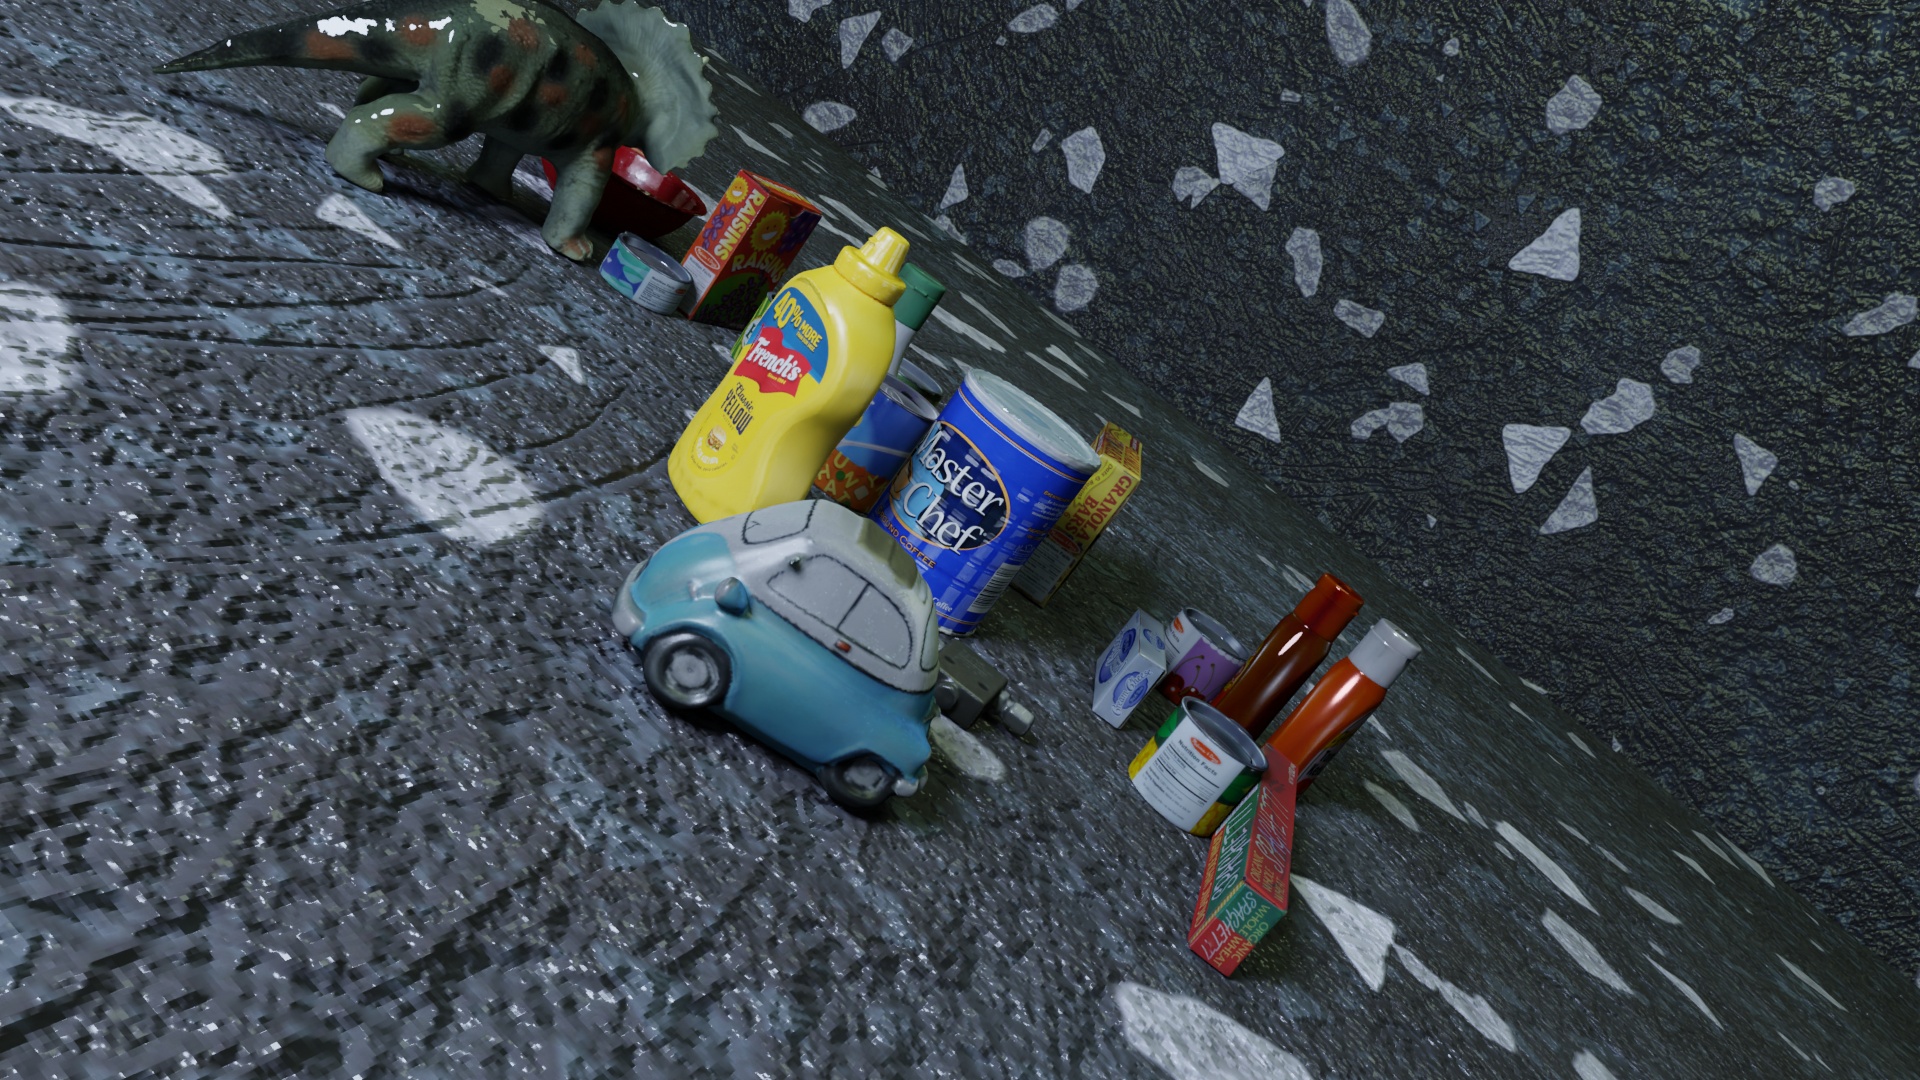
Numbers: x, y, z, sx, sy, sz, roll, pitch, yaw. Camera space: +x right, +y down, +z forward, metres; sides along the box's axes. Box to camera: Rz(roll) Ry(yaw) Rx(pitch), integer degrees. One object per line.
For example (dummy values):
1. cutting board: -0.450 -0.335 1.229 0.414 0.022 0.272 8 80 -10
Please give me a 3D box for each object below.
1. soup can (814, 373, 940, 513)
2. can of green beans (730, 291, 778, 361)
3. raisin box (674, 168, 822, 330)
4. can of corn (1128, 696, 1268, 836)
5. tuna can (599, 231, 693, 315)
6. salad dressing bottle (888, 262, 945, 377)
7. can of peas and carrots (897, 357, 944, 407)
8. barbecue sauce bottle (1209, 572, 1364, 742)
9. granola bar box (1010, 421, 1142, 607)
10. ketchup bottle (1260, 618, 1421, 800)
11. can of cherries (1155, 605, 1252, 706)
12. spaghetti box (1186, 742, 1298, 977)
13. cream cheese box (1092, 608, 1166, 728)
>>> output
1. soup can: -0.066 -0.072 0.975 0.071 0.083 0.071 34 15 -10
2. can of green beans: -0.141 -0.156 1.108 0.071 0.057 0.071 34 15 -10
3. raisin box: -0.178 -0.235 1.138 0.040 0.123 0.086 42 16 18
4. can of corn: 0.148 0.140 0.862 0.071 0.058 0.071 34 15 -10
5. tuna can: -0.246 -0.209 1.082 0.071 0.032 0.071 34 15 -10
6. salad dressing bottle: -0.066 -0.139 1.051 0.064 0.147 0.044 33 15 -15
7. can of peas and carrots: -0.055 -0.120 1.185 0.071 0.058 0.071 34 15 -10
8. barbecue sauce bottle: 0.238 0.092 1.030 0.044 0.148 0.065 41 16 17
9. granola bar box: 0.094 -0.024 1.104 0.039 0.124 0.166 36 15 -2
10. ketchup bottle: 0.272 0.123 1.010 0.043 0.148 0.065 44 16 25
11. can of cherries: 0.183 0.094 1.072 0.071 0.058 0.072 34 15 -10
12. spaghetti box: 0.169 0.178 0.812 0.029 0.050 0.251 38 15 7
13. cream cheese box: 0.117 0.087 0.960 0.024 0.053 0.104 36 15 -3
